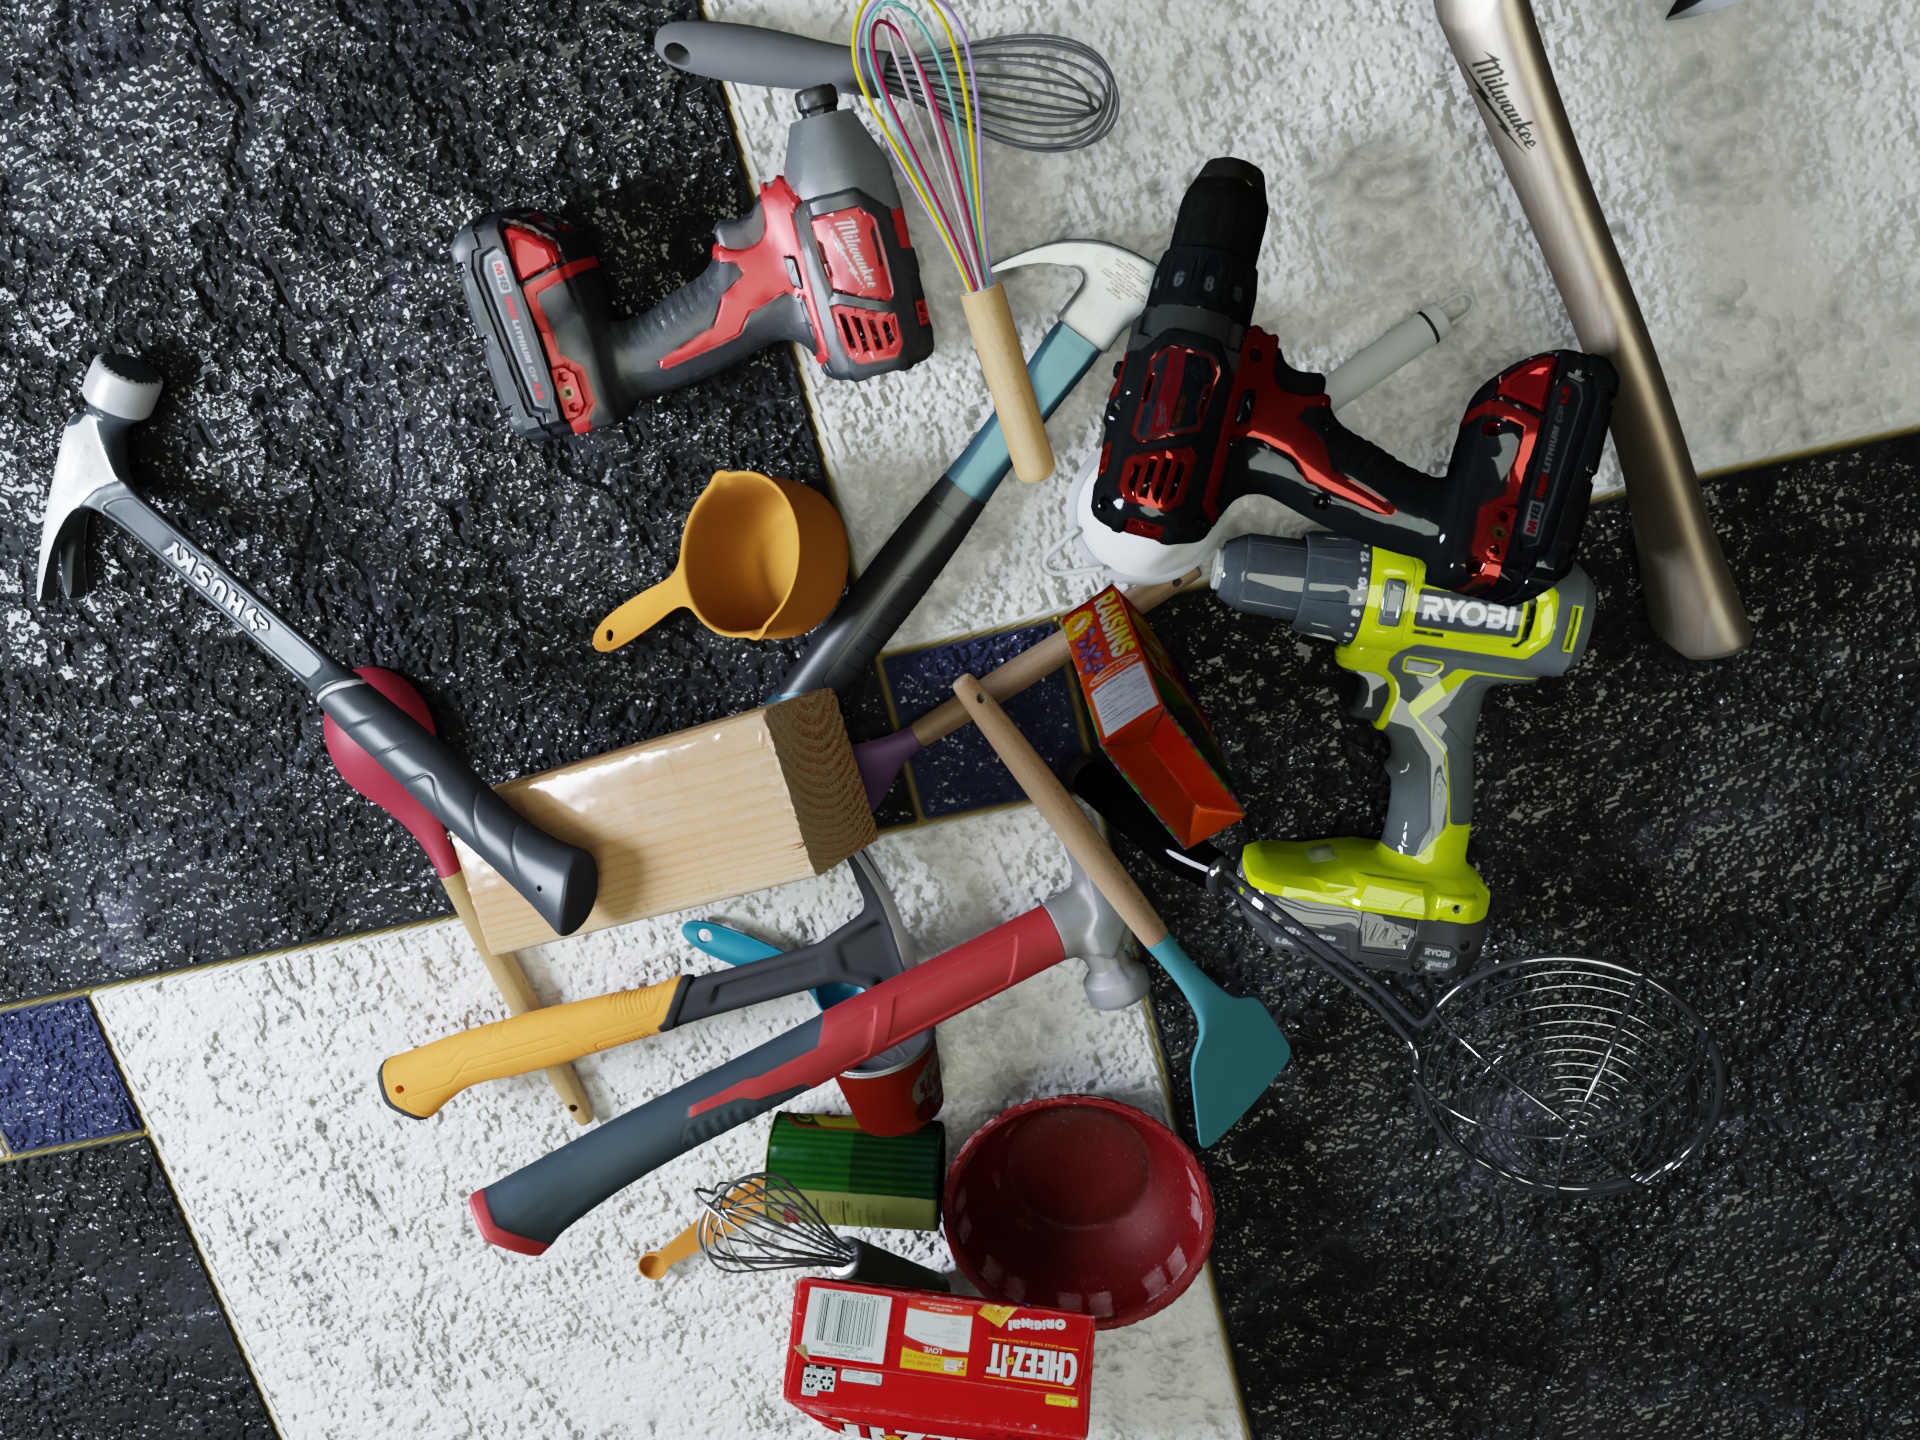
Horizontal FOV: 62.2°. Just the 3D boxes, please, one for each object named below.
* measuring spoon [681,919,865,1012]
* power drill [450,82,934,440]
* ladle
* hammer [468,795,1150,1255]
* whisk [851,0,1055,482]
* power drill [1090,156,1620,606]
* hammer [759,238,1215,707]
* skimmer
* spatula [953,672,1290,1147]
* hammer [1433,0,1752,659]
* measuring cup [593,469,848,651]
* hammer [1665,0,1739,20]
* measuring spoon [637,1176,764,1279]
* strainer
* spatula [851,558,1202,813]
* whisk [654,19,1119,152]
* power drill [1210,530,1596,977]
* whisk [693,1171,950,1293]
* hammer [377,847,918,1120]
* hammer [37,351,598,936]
[{"bbox_3d":[-0.106,0.145,0.957,0.128,0.021,0.042,20,101,5],"label":"measuring spoon"},{"bbox_3d":[-0.133,-0.229,0.809,0.219,0.079,0.143,-11,110,7],"label":"power drill"},{"bbox_3d":[-0.296,0.114,0.962,0.069,0.031,0.315,-20,106,12],"label":"ladle"},{"bbox_3d":[-0.084,0.167,0.866,0.386,0.038,0.143,-24,103,-15],"label":"hammer"},{"bbox_3d":[0.000,-0.231,0.777,0.051,0.047,0.244,0,119,38],"label":"whisk"},{"bbox_3d":[0.188,-0.160,0.767,0.226,0.080,0.188,14,88,4],"label":"power drill"},{"bbox_3d":[-0.004,-0.113,0.859,0.128,0.033,0.331,36,107,-7],"label":"hammer"},{"bbox_3d":[0.192,0.102,0.792,0.090,0.364,0.127,-13,123,-32],"label":"skimmer"},{"bbox_3d":[0.088,0.103,0.888,0.082,0.044,0.317,-41,103,-20],"label":"spatula"},{"bbox_3d":[0.309,-0.210,0.759,0.038,0.146,0.410,-36,109,-21],"label":"hammer"},{"bbox_3d":[-0.133,-0.073,0.877,0.173,0.052,0.095,-25,75,36],"label":"measuring cup"},{"bbox_3d":[0.228,-0.425,0.709,0.335,0.146,0.035,34,95,7],"label":"hammer"},{"bbox_3d":[-0.160,0.324,1.022,0.117,0.011,0.021,-36,100,11],"label":"measuring spoon"},{"bbox_3d":[0.155,-0.145,0.822,0.258,0.050,0.086,-34,114,6],"label":"strainer"},{"bbox_3d":[-0.001,-0.003,0.900,0.316,0.018,0.059,-32,117,14],"label":"spatula"},{"bbox_3d":[-0.038,-0.323,0.791,0.239,0.055,0.055,10,108,6],"label":"whisk"},{"bbox_3d":[0.218,0.010,0.854,0.190,0.080,0.228,8,105,3],"label":"power drill"},{"bbox_3d":[-0.073,0.311,0.929,0.058,0.059,0.246,-58,139,-10],"label":"whisk"},{"bbox_3d":[-0.193,0.166,0.941,0.337,0.034,0.127,-17,98,9],"label":"hammer"},{"bbox_3d":[-0.352,-0.024,0.860,0.409,0.036,0.149,39,111,12],"label":"hammer"}]
